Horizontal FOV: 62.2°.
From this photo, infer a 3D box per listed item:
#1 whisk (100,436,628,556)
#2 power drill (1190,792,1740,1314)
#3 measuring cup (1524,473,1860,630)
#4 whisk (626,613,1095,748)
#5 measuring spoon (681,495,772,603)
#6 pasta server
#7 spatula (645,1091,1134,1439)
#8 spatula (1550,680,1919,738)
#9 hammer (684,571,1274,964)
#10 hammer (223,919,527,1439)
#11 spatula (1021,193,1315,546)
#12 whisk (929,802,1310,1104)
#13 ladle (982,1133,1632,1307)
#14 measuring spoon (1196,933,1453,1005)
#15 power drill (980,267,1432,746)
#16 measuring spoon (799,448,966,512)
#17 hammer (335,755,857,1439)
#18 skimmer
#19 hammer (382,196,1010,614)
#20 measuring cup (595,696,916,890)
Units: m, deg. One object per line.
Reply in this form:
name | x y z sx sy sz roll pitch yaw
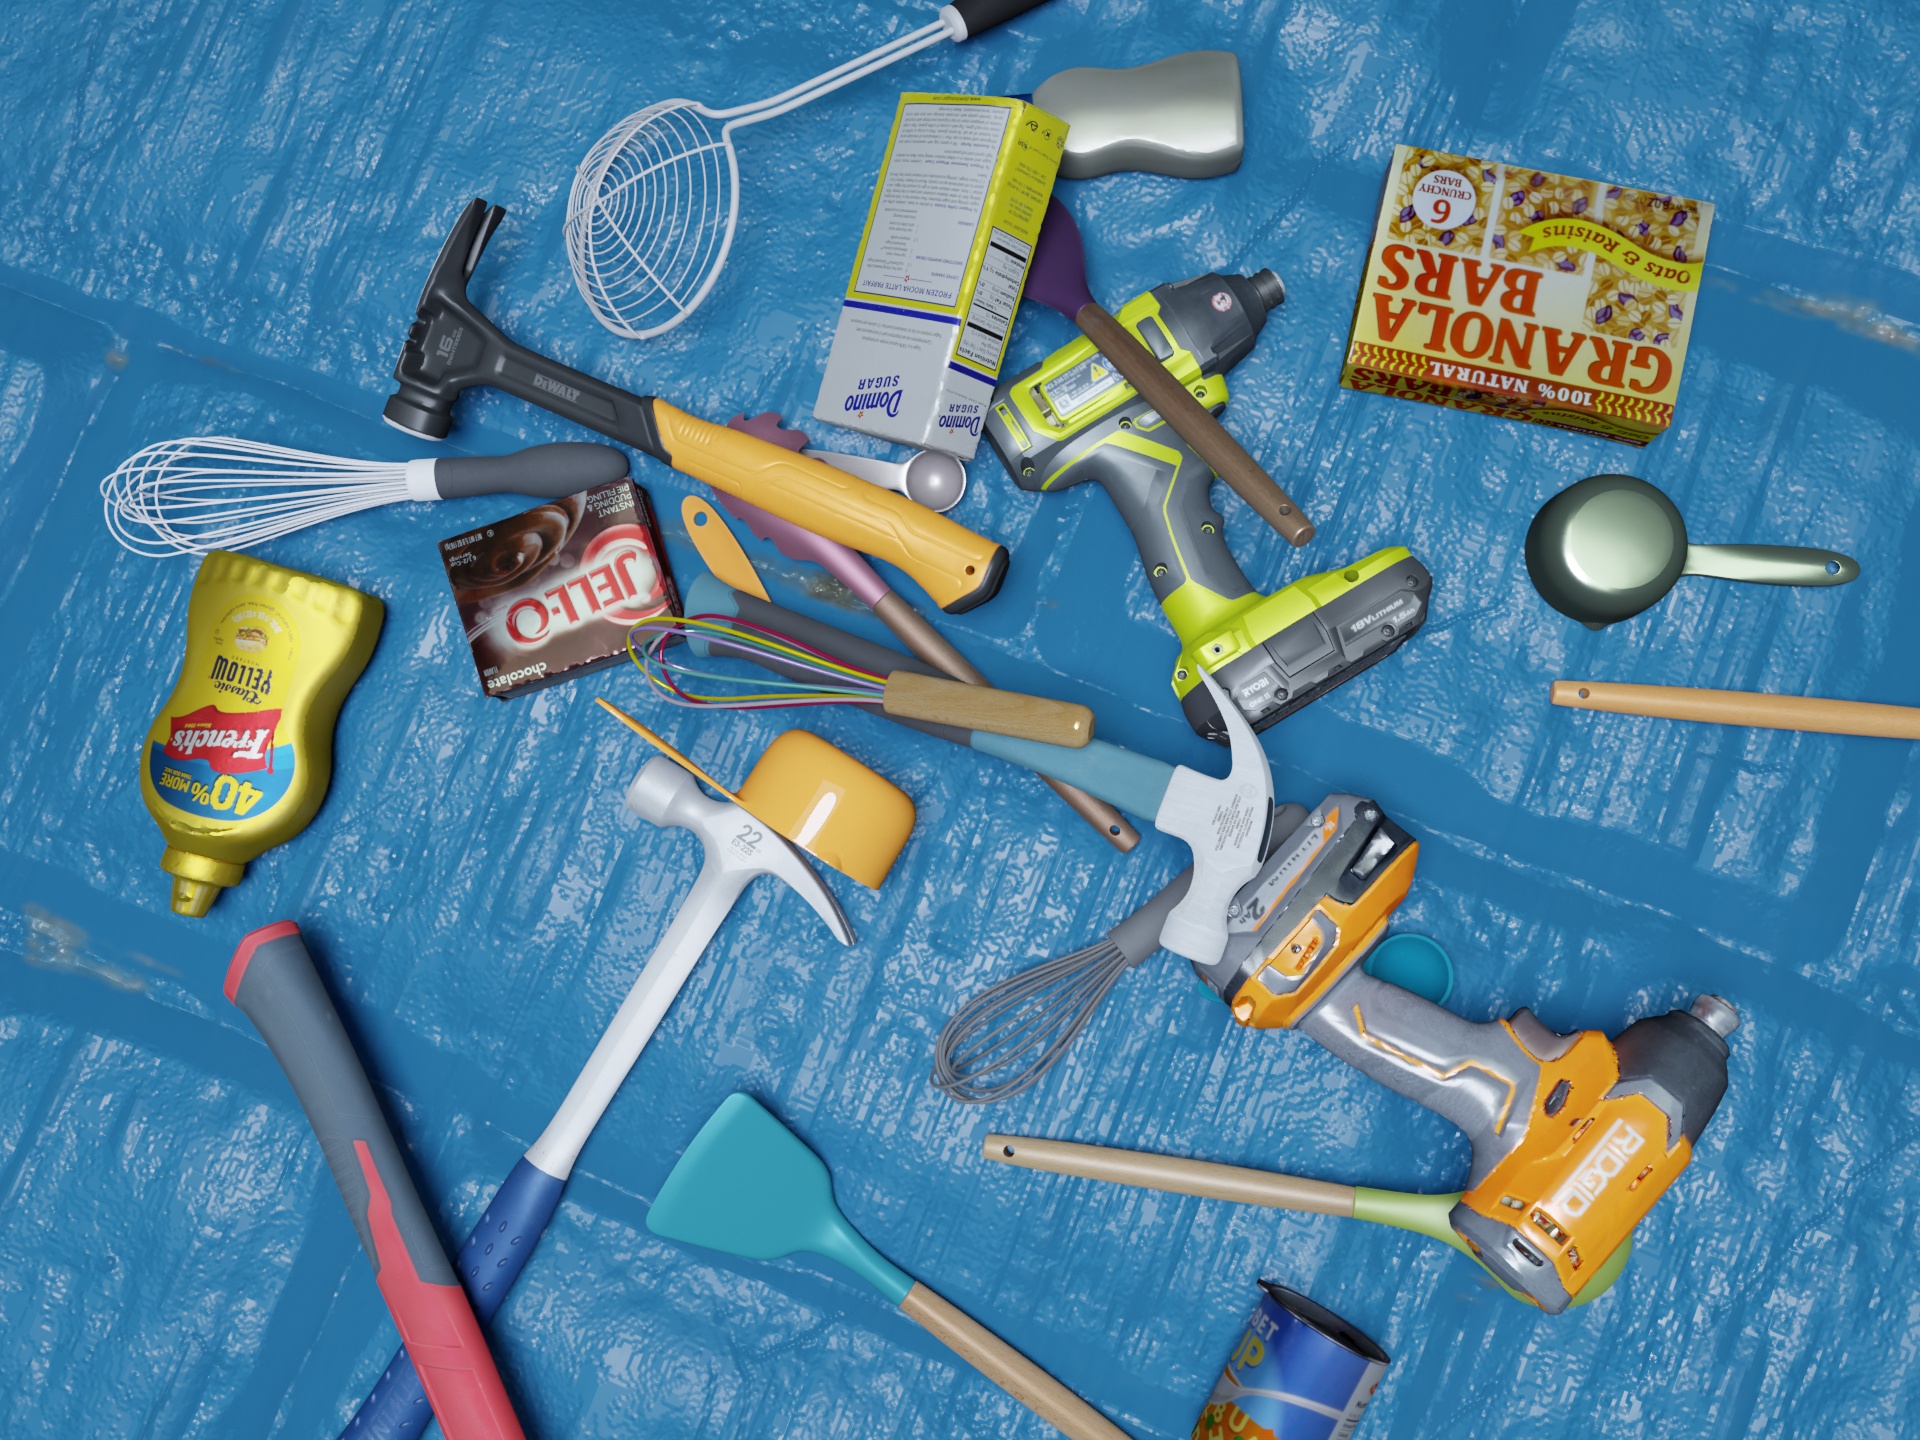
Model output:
whisk | -0.323 -0.128 0.866 0.284 0.070 0.070 -4 84 -1
power drill | 0.240 0.138 0.753 0.227 0.084 0.164 42 84 19
measuring cup | 0.379 -0.086 0.814 0.167 0.038 0.083 5 85 7
whisk | -0.053 -0.016 0.777 0.245 0.051 0.047 11 106 17
measuring spoon | -0.118 -0.075 0.867 0.021 0.011 0.117 -35 79 8
pasta server | -0.021 -0.046 0.845 0.316 0.040 0.060 44 104 2
spatula | -0.007 0.308 0.801 0.317 0.044 0.082 34 84 6
spatula | 0.467 0.002 0.809 0.322 0.041 0.081 6 85 9
hammer | -0.001 -0.003 0.791 0.331 0.033 0.128 22 88 21
hammer | -0.256 0.271 0.790 0.143 0.038 0.386 -27 82 0
spatula | 0.079 -0.190 0.794 0.060 0.018 0.316 -33 56 -2
whisk | 0.083 0.117 0.814 0.239 0.055 0.055 -37 83 -4
ladle | 0.171 0.237 0.803 0.320 0.062 0.078 6 85 12
measuring spoon | 0.187 0.135 0.821 0.128 0.021 0.042 -6 72 13
power drill | 0.135 -0.115 0.819 0.171 0.080 0.223 -31 80 1
measuring spoon | -0.056 -0.135 0.867 0.124 0.018 0.034 7 97 12
hammer | -0.205 0.226 0.828 0.144 0.035 0.405 31 87 7
skimmer | -0.054 -0.334 0.876 0.363 0.090 0.127 -30 62 -10
hammer | -0.128 -0.146 0.814 0.337 0.034 0.127 25 99 7
measuring cup | -0.097 0.019 0.795 0.173 0.095 0.052 36 85 -21
